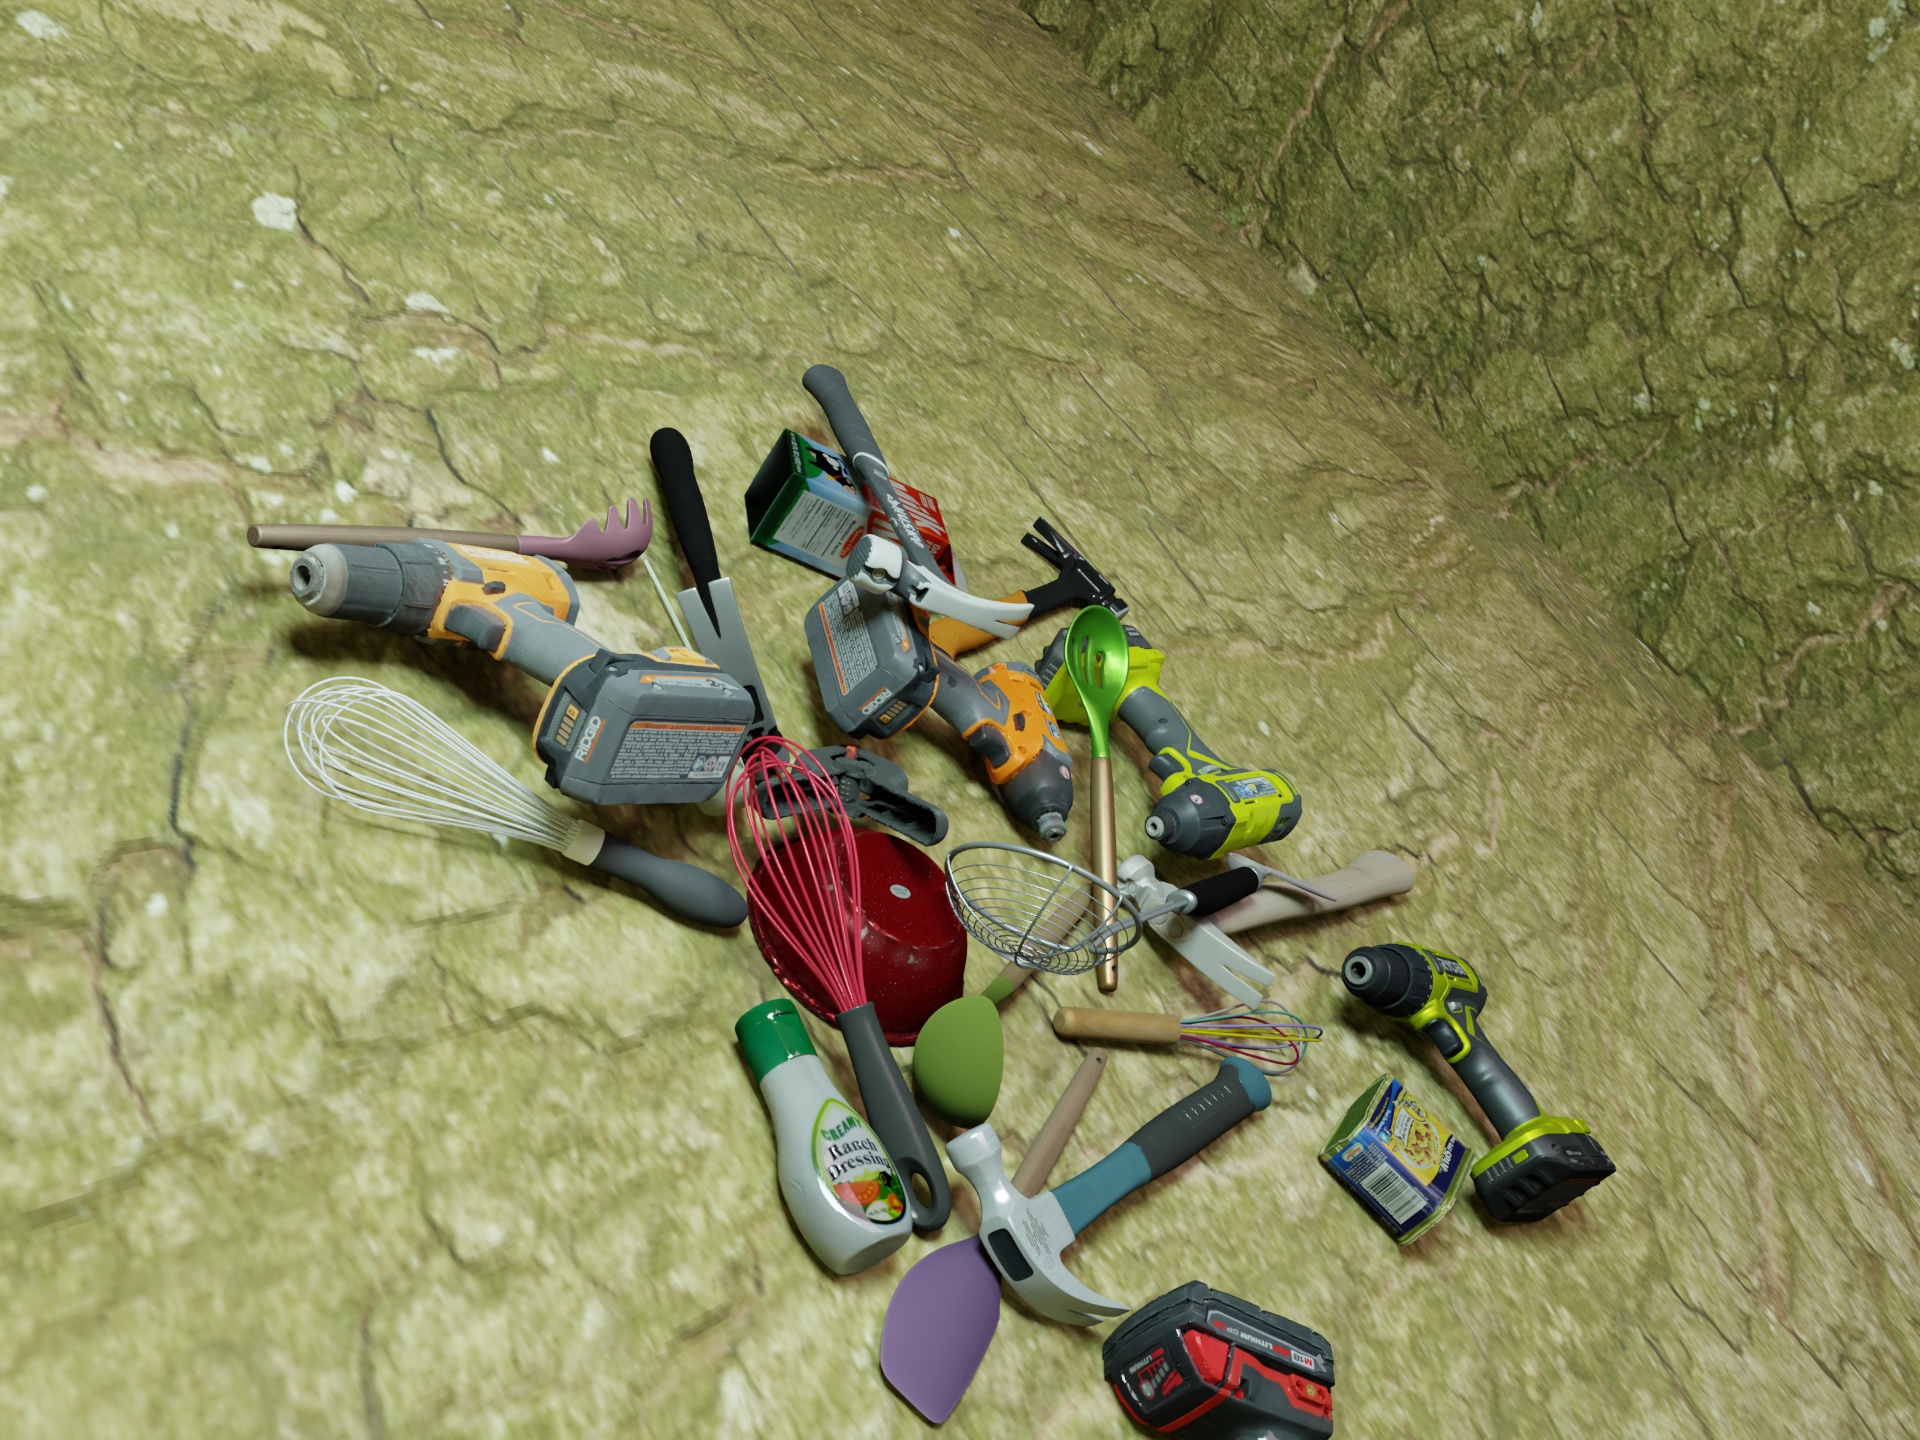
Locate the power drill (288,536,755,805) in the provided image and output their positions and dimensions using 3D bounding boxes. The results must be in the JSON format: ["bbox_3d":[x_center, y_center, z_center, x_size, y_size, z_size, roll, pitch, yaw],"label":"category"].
[{"bbox_3d":[-0.252,-0.038,0.907,0.226,0.084,0.185,33,15,28],"label":"power drill"}]

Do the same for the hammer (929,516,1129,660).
[{"bbox_3d":[0.038,-0.102,1.410,0.127,0.034,0.337,47,31,9],"label":"hammer"}]

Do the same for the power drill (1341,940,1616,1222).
[{"bbox_3d":[0.399,0.274,1.257,0.190,0.080,0.229,20,34,-49],"label":"power drill"}]

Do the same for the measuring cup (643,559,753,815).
[{"bbox_3d":[-0.175,-0.017,0.989,0.167,0.038,0.083,68,-9,-13],"label":"measuring cup"}]

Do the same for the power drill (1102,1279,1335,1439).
[{"bbox_3d":[0.122,0.409,0.806,0.187,0.080,0.227,28,36,-19],"label":"power drill"}]

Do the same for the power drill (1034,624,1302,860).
[{"bbox_3d":[0.158,0.020,1.309,0.171,0.080,0.223,-5,45,-46],"label":"power drill"}]

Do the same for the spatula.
[{"bbox_3d":[0.031,0.278,0.927,0.060,0.018,0.316,44,32,2],"label":"spatula"}]

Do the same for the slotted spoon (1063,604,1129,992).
[{"bbox_3d":[0.105,0.053,1.200,0.070,0.031,0.314,23,54,-34],"label":"slotted spoon"}]

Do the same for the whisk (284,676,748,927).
[{"bbox_3d":[-0.240,0.055,0.891,0.284,0.070,0.070,30,32,-27],"label":"whisk"}]

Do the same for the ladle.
[{"bbox_3d":[0.048,0.171,1.051,0.062,0.078,0.320,24,22,15],"label":"ladle"}]

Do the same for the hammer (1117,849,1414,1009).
[{"bbox_3d":[0.290,0.154,1.327,0.146,0.038,0.410,40,25,32],"label":"hammer"}]

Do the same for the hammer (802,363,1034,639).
[{"bbox_3d":[-0.060,-0.188,1.245,0.149,0.036,0.409,22,24,-30],"label":"hammer"}]

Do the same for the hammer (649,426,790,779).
[{"bbox_3d":[-0.184,-0.116,1.130,0.035,0.146,0.335,-19,43,-5],"label":"hammer"}]

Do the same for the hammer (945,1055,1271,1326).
[{"bbox_3d":[0.115,0.271,0.995,0.331,0.033,0.128,-9,69,-56],"label":"hammer"}]

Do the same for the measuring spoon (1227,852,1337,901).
[{"bbox_3d":[0.259,0.133,1.276,0.124,0.018,0.034,22,8,-33],"label":"measuring spoon"}]

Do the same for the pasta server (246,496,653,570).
[{"bbox_3d":[-0.309,-0.118,1.013,0.316,0.060,0.040,-7,70,-57],"label":"pasta server"}]

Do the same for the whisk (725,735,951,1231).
[{"bbox_3d":[-0.067,0.145,0.902,0.073,0.073,0.296,-7,72,-51],"label":"whisk"}]

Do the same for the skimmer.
[{"bbox_3d":[0.123,0.104,1.078,0.363,0.127,0.090,-6,96,-55],"label":"skimmer"}]

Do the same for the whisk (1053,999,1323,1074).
[{"bbox_3d":[0.164,0.222,1.131,0.244,0.051,0.047,11,20,-33],"label":"whisk"}]

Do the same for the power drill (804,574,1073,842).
[{"bbox_3d":[-0.002,-0.004,1.171,0.226,0.084,0.164,31,29,-41],"label":"power drill"}]
